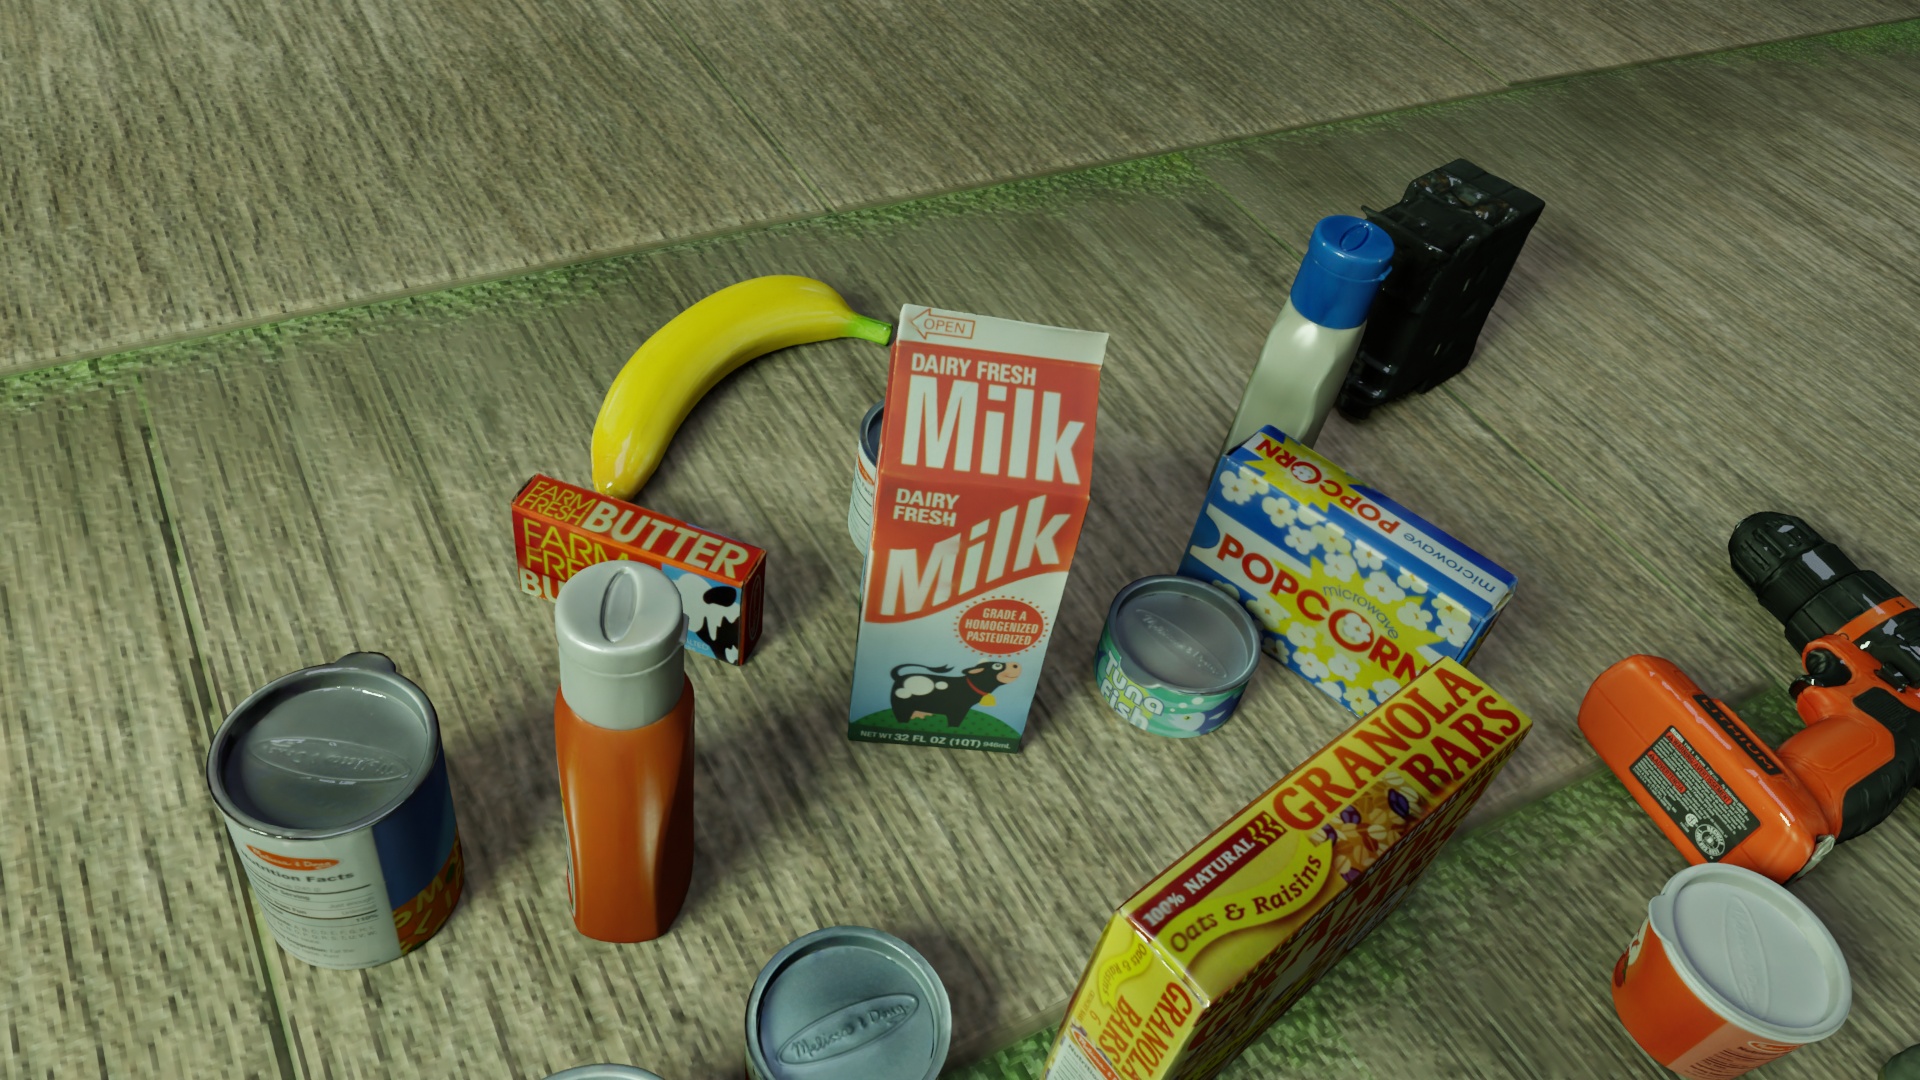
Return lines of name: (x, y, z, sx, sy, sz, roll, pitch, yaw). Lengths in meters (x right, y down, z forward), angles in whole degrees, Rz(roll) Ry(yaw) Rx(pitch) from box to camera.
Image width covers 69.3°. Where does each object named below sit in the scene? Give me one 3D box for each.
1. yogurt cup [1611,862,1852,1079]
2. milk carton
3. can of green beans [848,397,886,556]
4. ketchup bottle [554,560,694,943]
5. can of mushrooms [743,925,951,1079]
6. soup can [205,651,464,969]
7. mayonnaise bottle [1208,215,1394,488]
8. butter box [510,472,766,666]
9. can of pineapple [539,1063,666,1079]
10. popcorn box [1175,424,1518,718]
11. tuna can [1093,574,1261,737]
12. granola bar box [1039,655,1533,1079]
yogurt cup: (0.278, 0.161, 0.509, 0.072, 0.053, 0.073, 6, 45, -6)
milk carton: (0.002, -0.007, 0.519, 0.072, 0.189, 0.074, 7, 45, -6)
can of green beans: (-0.015, -0.025, 0.626, 0.071, 0.057, 0.071, 6, 45, -6)
ketchup bottle: (-0.108, 0.069, 0.451, 0.043, 0.148, 0.065, 4, 46, -8)
can of mushrooms: (-0.037, 0.165, 0.453, 0.071, 0.033, 0.071, 6, 45, -6)
soup can: (-0.200, 0.090, 0.457, 0.071, 0.083, 0.072, 6, 45, -6)
mayonnaise bottle: (0.161, -0.082, 0.657, 0.041, 0.147, 0.065, 30, 48, 17)
butter box: (-0.132, 0.012, 0.569, 0.103, 0.052, 0.024, 19, 45, 6)
can of pineapple: (-0.105, 0.191, 0.395, 0.071, 0.057, 0.071, 6, 45, -6)
popcorn box: (0.162, 0.019, 0.602, 0.127, 0.084, 0.038, 36, 50, 22)
tuna can: (0.090, 0.050, 0.593, 0.071, 0.032, 0.071, 6, 45, -6)
granola bar box: (0.106, 0.122, 0.462, 0.166, 0.123, 0.039, -27, 57, -33)
